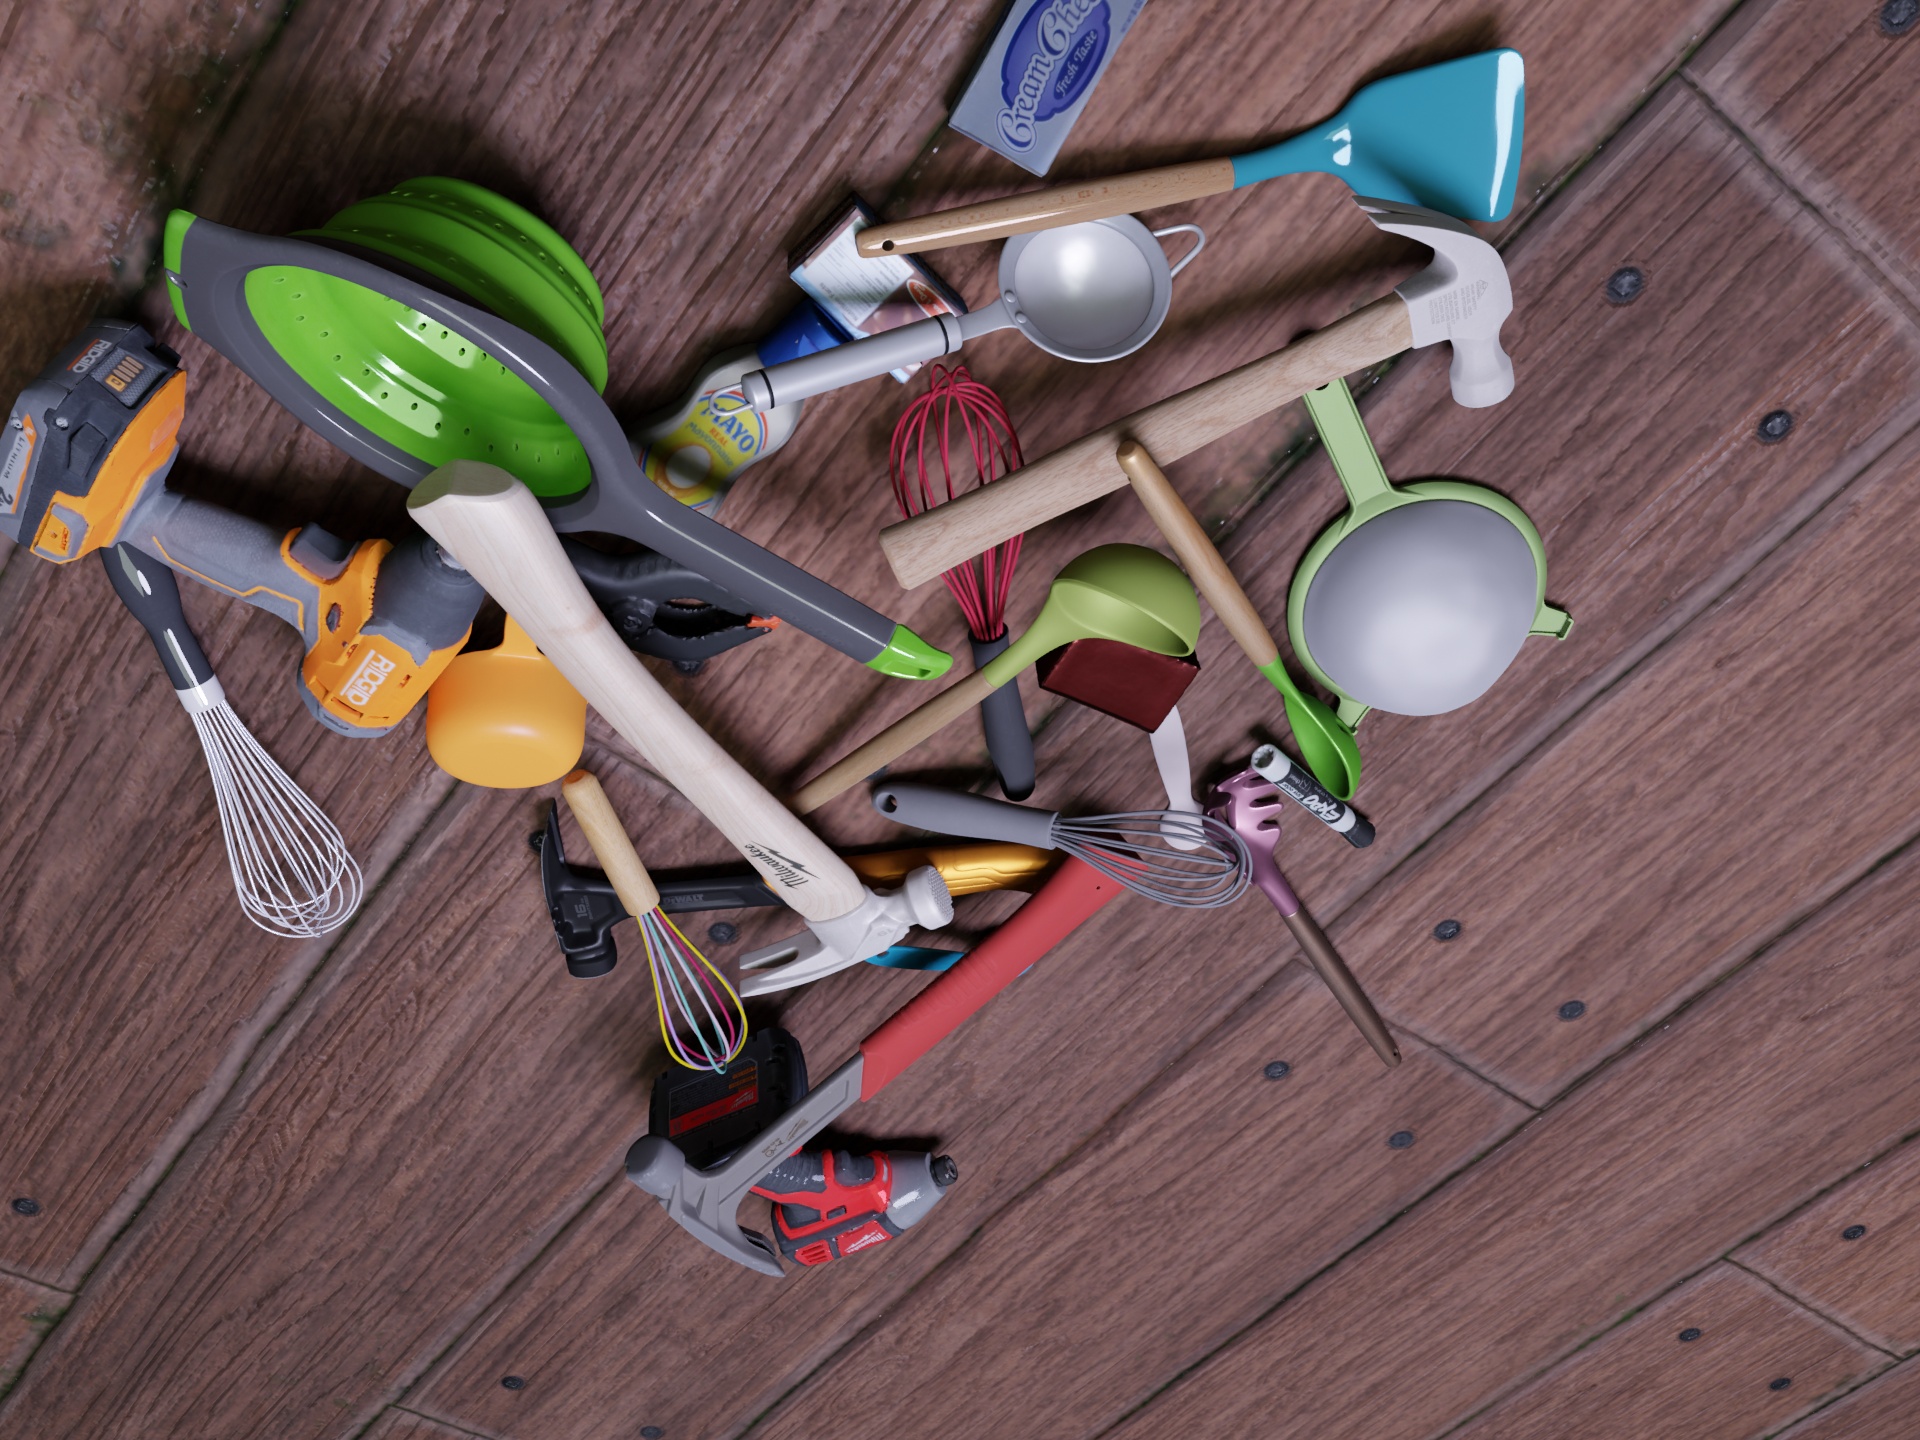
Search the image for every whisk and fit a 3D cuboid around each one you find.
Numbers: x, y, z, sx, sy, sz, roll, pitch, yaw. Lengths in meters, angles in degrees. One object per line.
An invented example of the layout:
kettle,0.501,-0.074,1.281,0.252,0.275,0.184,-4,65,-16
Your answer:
whisk,-0.423,0.011,0.912,0.070,0.070,0.284,-12,120,4
whisk,0.054,0.068,0.940,0.239,0.055,0.055,10,128,23
whisk,-0.189,0.131,0.976,0.047,0.051,0.244,-12,124,12
whisk,0.013,-0.064,0.887,0.073,0.073,0.295,-9,130,3

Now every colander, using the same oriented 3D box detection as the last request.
colander,-0.165,-0.145,0.762,0.397,0.094,0.204,28,158,-16

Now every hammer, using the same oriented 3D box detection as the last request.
hammer,-0.027,0.199,0.985,0.359,0.037,0.149,-40,128,0
hammer,-0.092,0.097,1.004,0.337,0.034,0.127,-5,126,-1
hammer,0.113,-0.150,0.783,0.331,0.031,0.129,-25,133,2
hammer,-0.159,0.020,0.864,0.146,0.038,0.410,-24,133,14

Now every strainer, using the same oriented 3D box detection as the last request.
strainer,-0.001,-0.189,0.767,0.258,0.087,0.050,-21,170,-16
strainer,0.241,-0.092,0.874,0.151,0.069,0.256,-26,124,14

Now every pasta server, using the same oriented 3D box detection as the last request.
pasta server,0.235,0.141,1.055,0.040,0.060,0.316,4,141,46

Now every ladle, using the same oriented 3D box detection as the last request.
ladle,-0.001,-0.003,0.874,0.078,0.062,0.320,32,132,-31

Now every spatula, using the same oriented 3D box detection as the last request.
spatula,0.107,-0.254,0.757,0.317,0.044,0.082,-12,128,-3

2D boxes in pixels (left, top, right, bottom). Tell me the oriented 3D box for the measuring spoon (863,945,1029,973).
measuring spoon,-0.009,0.149,1.036,0.128,0.021,0.042,9,132,-31

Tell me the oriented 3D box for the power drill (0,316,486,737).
power drill,-0.351,-0.096,0.799,0.226,0.084,0.164,35,133,-21

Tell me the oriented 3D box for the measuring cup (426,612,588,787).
measuring cup,-0.241,-0.014,0.860,0.095,0.052,0.173,6,154,-20

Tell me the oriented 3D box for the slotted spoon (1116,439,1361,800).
slotted spoon,0.156,-0.048,0.857,0.031,0.070,0.313,-39,135,5

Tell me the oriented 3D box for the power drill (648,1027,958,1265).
power drill,-0.105,0.306,1.109,0.143,0.079,0.219,-25,135,16

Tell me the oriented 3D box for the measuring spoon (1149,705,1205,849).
measuring spoon,0.133,0.034,0.985,0.034,0.018,0.124,-14,124,6
